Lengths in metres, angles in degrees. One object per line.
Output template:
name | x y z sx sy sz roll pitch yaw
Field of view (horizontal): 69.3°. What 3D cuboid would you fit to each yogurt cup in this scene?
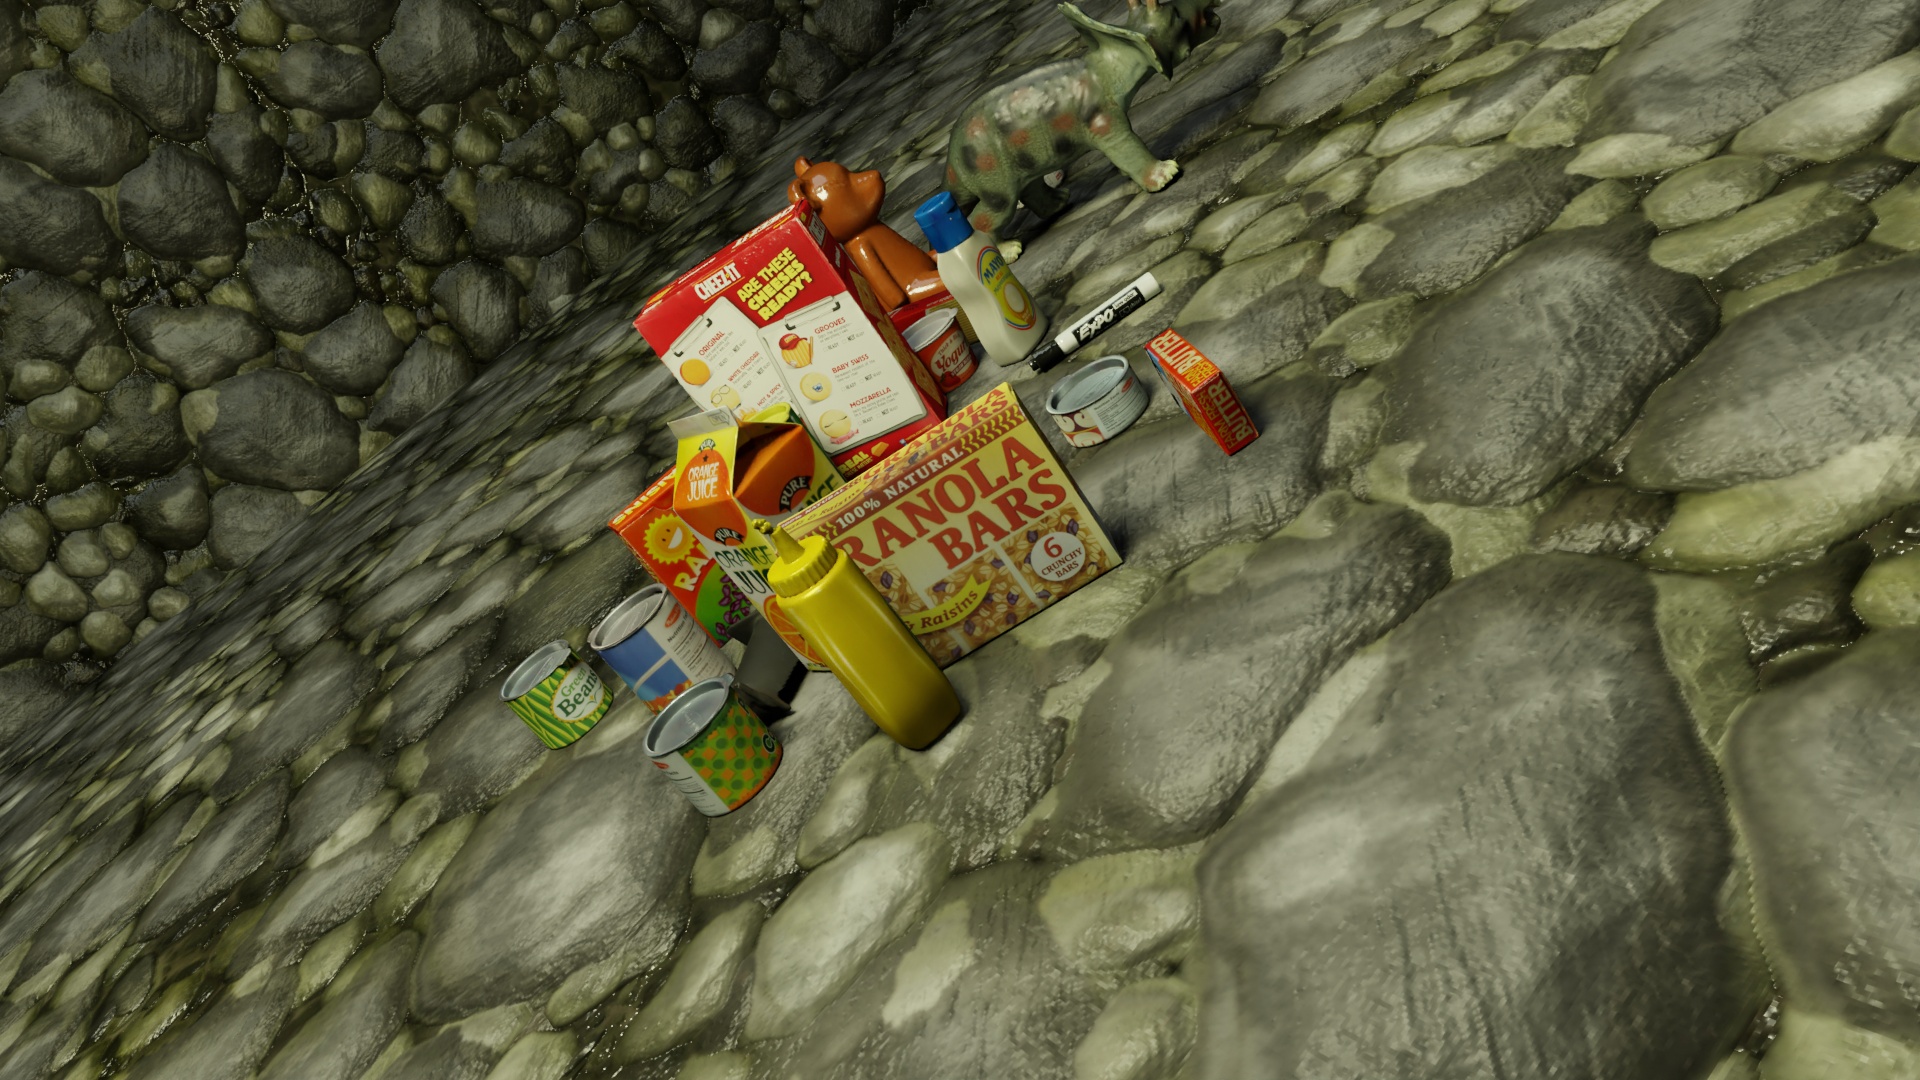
yogurt cup | -0.021 -0.163 1.222 0.072 0.053 0.073 -29 25 15

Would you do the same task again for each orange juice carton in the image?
orange juice carton | -0.111 -0.007 0.890 0.071 0.192 0.073 -6 38 48

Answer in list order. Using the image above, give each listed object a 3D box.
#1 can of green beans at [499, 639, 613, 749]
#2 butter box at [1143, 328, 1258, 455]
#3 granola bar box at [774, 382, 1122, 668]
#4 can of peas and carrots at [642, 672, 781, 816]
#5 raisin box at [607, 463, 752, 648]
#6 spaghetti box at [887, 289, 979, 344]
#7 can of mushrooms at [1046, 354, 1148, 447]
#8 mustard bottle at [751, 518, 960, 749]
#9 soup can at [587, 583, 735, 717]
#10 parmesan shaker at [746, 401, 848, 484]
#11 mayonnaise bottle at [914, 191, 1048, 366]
can of green beans | -0.316 0.121 1.088 0.071 0.057 0.071 -29 25 15
butter box | 0.151 -0.095 0.879 0.024 0.053 0.104 -34 24 5
granola bar box | -0.007 0.002 0.823 0.165 0.124 0.039 -31 24 10
can of peas and carrots | -0.152 0.127 0.865 0.071 0.058 0.071 -29 25 15
raisin box | -0.194 0.008 1.055 0.086 0.123 0.040 -43 25 -15
spaghetti box | -0.070 -0.191 1.340 0.249 0.050 0.029 -13 33 41
can of mushrooms | 0.096 -0.098 0.979 0.071 0.033 0.071 -29 25 15
mustard bottle | -0.062 0.046 0.771 0.049 0.160 0.065 -42 25 -12
soup can | -0.213 0.084 0.991 0.071 0.083 0.072 -29 25 15
parmesan shaker | -0.131 -0.050 1.101 0.071 0.103 0.071 -29 25 15
mayonnaise bottle | 0.016 -0.221 1.164 0.041 0.147 0.065 -12 34 43
